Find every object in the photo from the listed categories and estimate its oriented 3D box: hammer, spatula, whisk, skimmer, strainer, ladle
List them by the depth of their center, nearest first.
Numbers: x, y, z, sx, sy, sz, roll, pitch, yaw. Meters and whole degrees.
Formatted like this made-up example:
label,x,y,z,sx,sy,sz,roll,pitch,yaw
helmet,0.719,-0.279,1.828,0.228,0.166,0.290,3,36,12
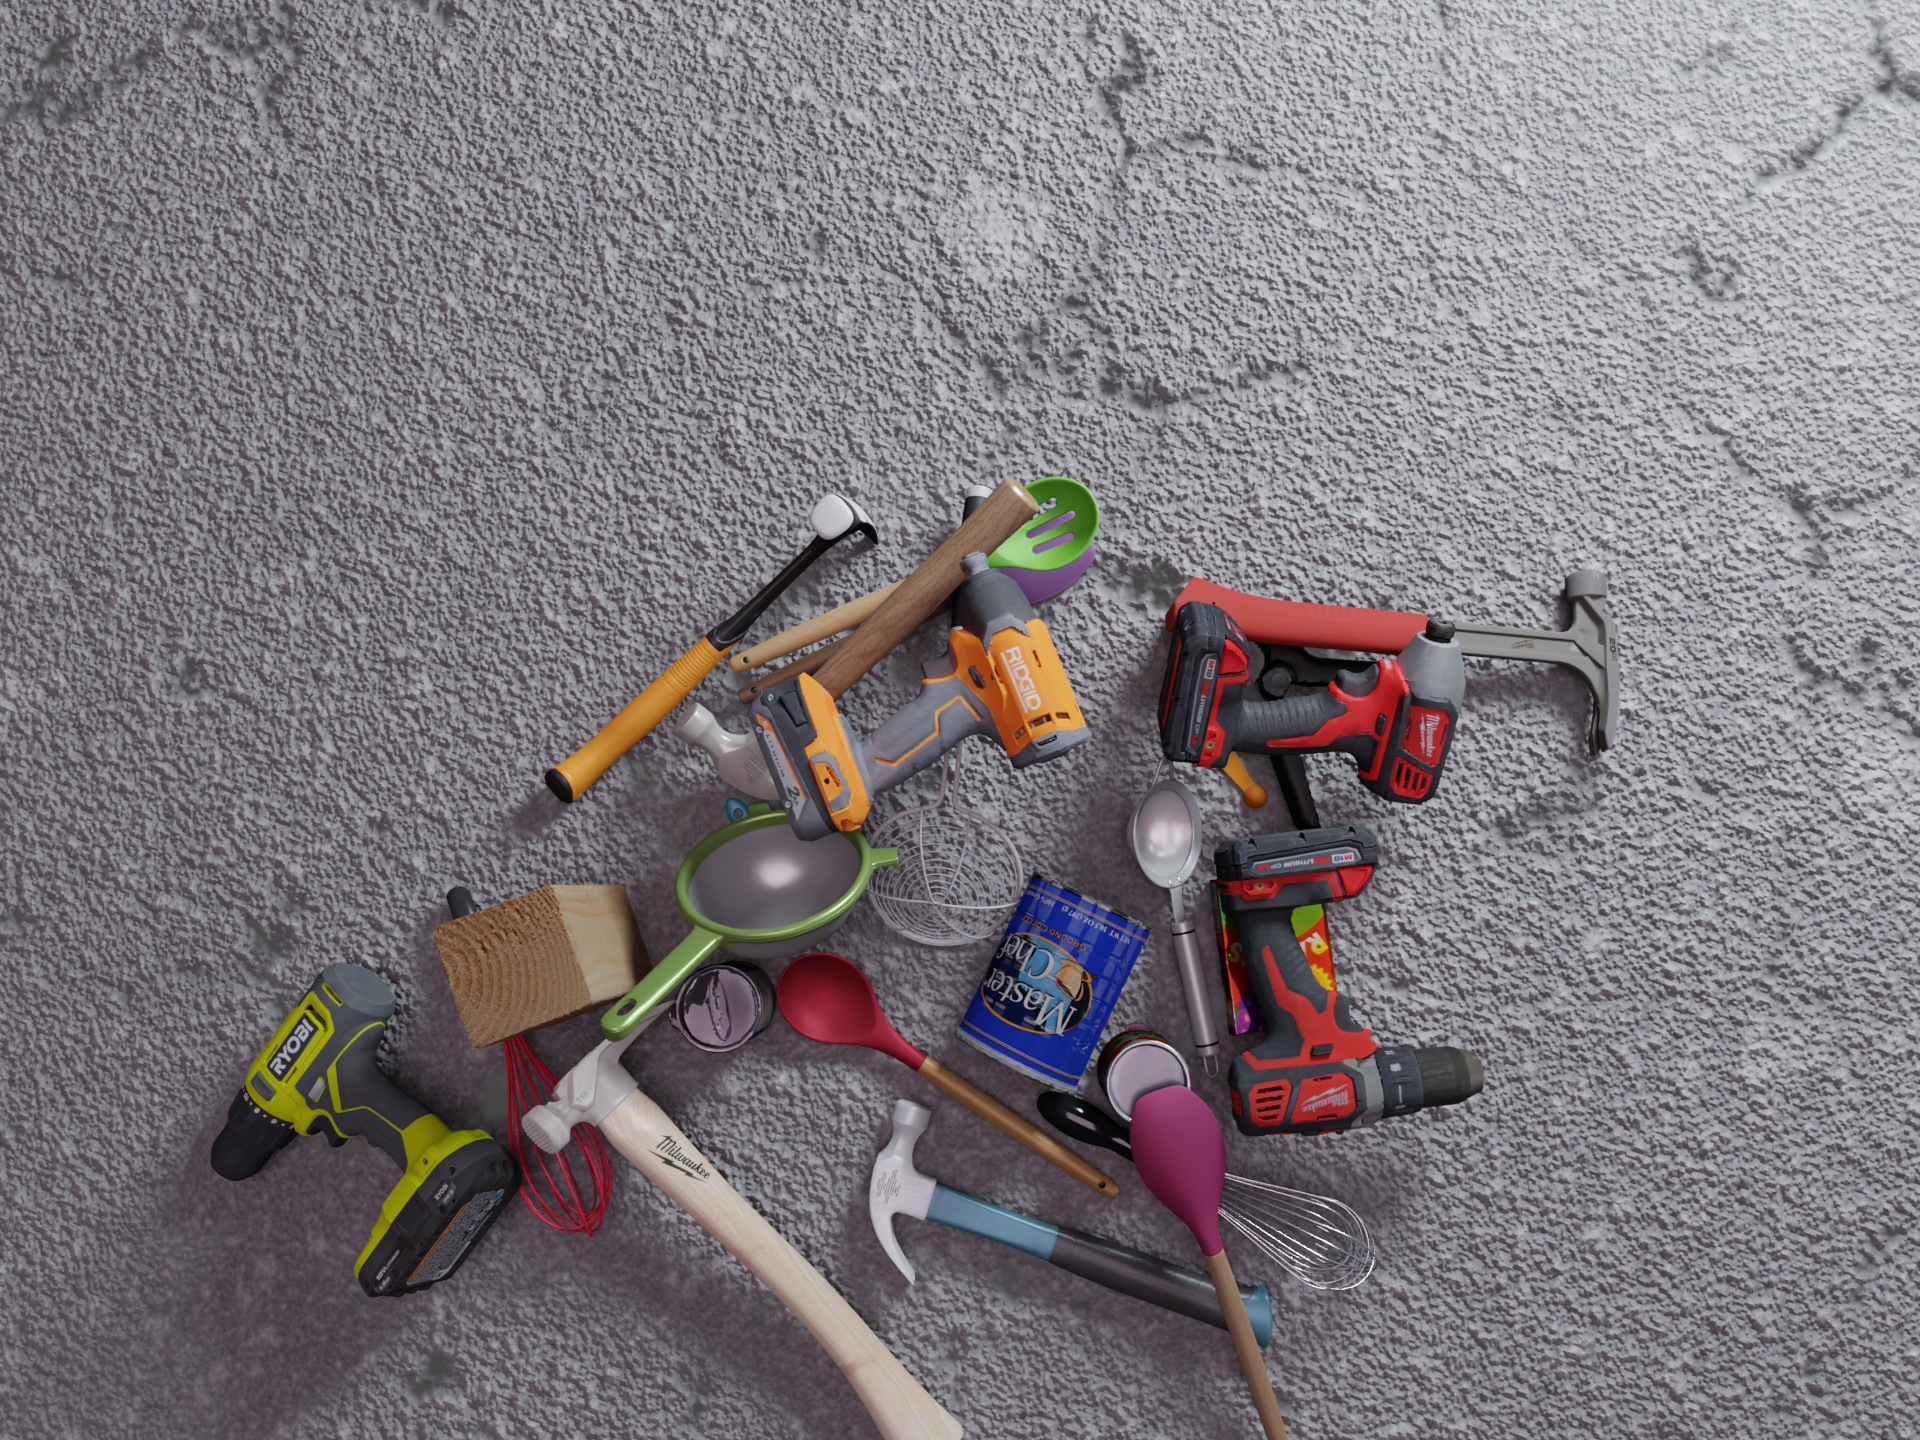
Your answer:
label,x,y,z,sx,sy,sz,roll,pitch,yaw
strainer,-0.167,0.166,1.183,0.151,0.069,0.256,17,42,32
hammer,-0.144,0.404,1.225,0.410,0.038,0.146,46,53,-1
whisk,0.188,0.358,1.231,0.284,0.070,0.070,25,85,9
hammer,-0.066,-0.060,1.231,0.130,0.031,0.331,41,107,-20
hammer,0.086,0.410,1.235,0.331,0.033,0.128,19,84,3
whisk,-0.346,0.266,1.250,0.073,0.073,0.296,-25,79,-1
hammer,0.341,-0.060,1.254,0.359,0.036,0.149,5,75,-5
ladle,-0.008,0.284,1.255,0.315,0.031,0.069,33,88,3
strainer,0.171,0.156,1.258,0.087,0.050,0.258,-11,88,-44
hammer,-0.202,-0.054,1.273,0.337,0.127,0.034,-42,86,7
skimmer,-0.002,-0.004,1.275,0.127,0.090,0.363,5,77,4
spatula,-0.036,-0.083,1.301,0.316,0.018,0.060,-25,86,-2

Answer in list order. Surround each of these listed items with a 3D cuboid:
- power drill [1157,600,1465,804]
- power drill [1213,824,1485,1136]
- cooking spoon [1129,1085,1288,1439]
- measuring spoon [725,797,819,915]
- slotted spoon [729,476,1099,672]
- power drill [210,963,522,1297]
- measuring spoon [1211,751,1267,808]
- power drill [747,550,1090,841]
label,x,y,z,sx,sy,sz,roll,pitch,yaw
power drill,0.267,-0.020,1.201,0.219,0.079,0.143,9,114,-1
power drill,0.286,0.194,1.195,0.188,0.080,0.227,-7,86,1
cooking spoon,0.198,0.421,1.194,0.069,0.017,0.319,-19,99,1
measuring spoon,-0.150,0.114,1.278,0.042,0.021,0.128,-37,85,-3
slotted spoon,-0.038,-0.106,1.245,0.314,0.031,0.070,-24,90,5
power drill,-0.463,0.327,1.217,0.229,0.080,0.190,39,94,22
measuring spoon,0.209,0.022,1.286,0.021,0.011,0.117,-36,84,-3
power drill,-0.037,-0.017,1.182,0.226,0.084,0.164,-22,88,4
